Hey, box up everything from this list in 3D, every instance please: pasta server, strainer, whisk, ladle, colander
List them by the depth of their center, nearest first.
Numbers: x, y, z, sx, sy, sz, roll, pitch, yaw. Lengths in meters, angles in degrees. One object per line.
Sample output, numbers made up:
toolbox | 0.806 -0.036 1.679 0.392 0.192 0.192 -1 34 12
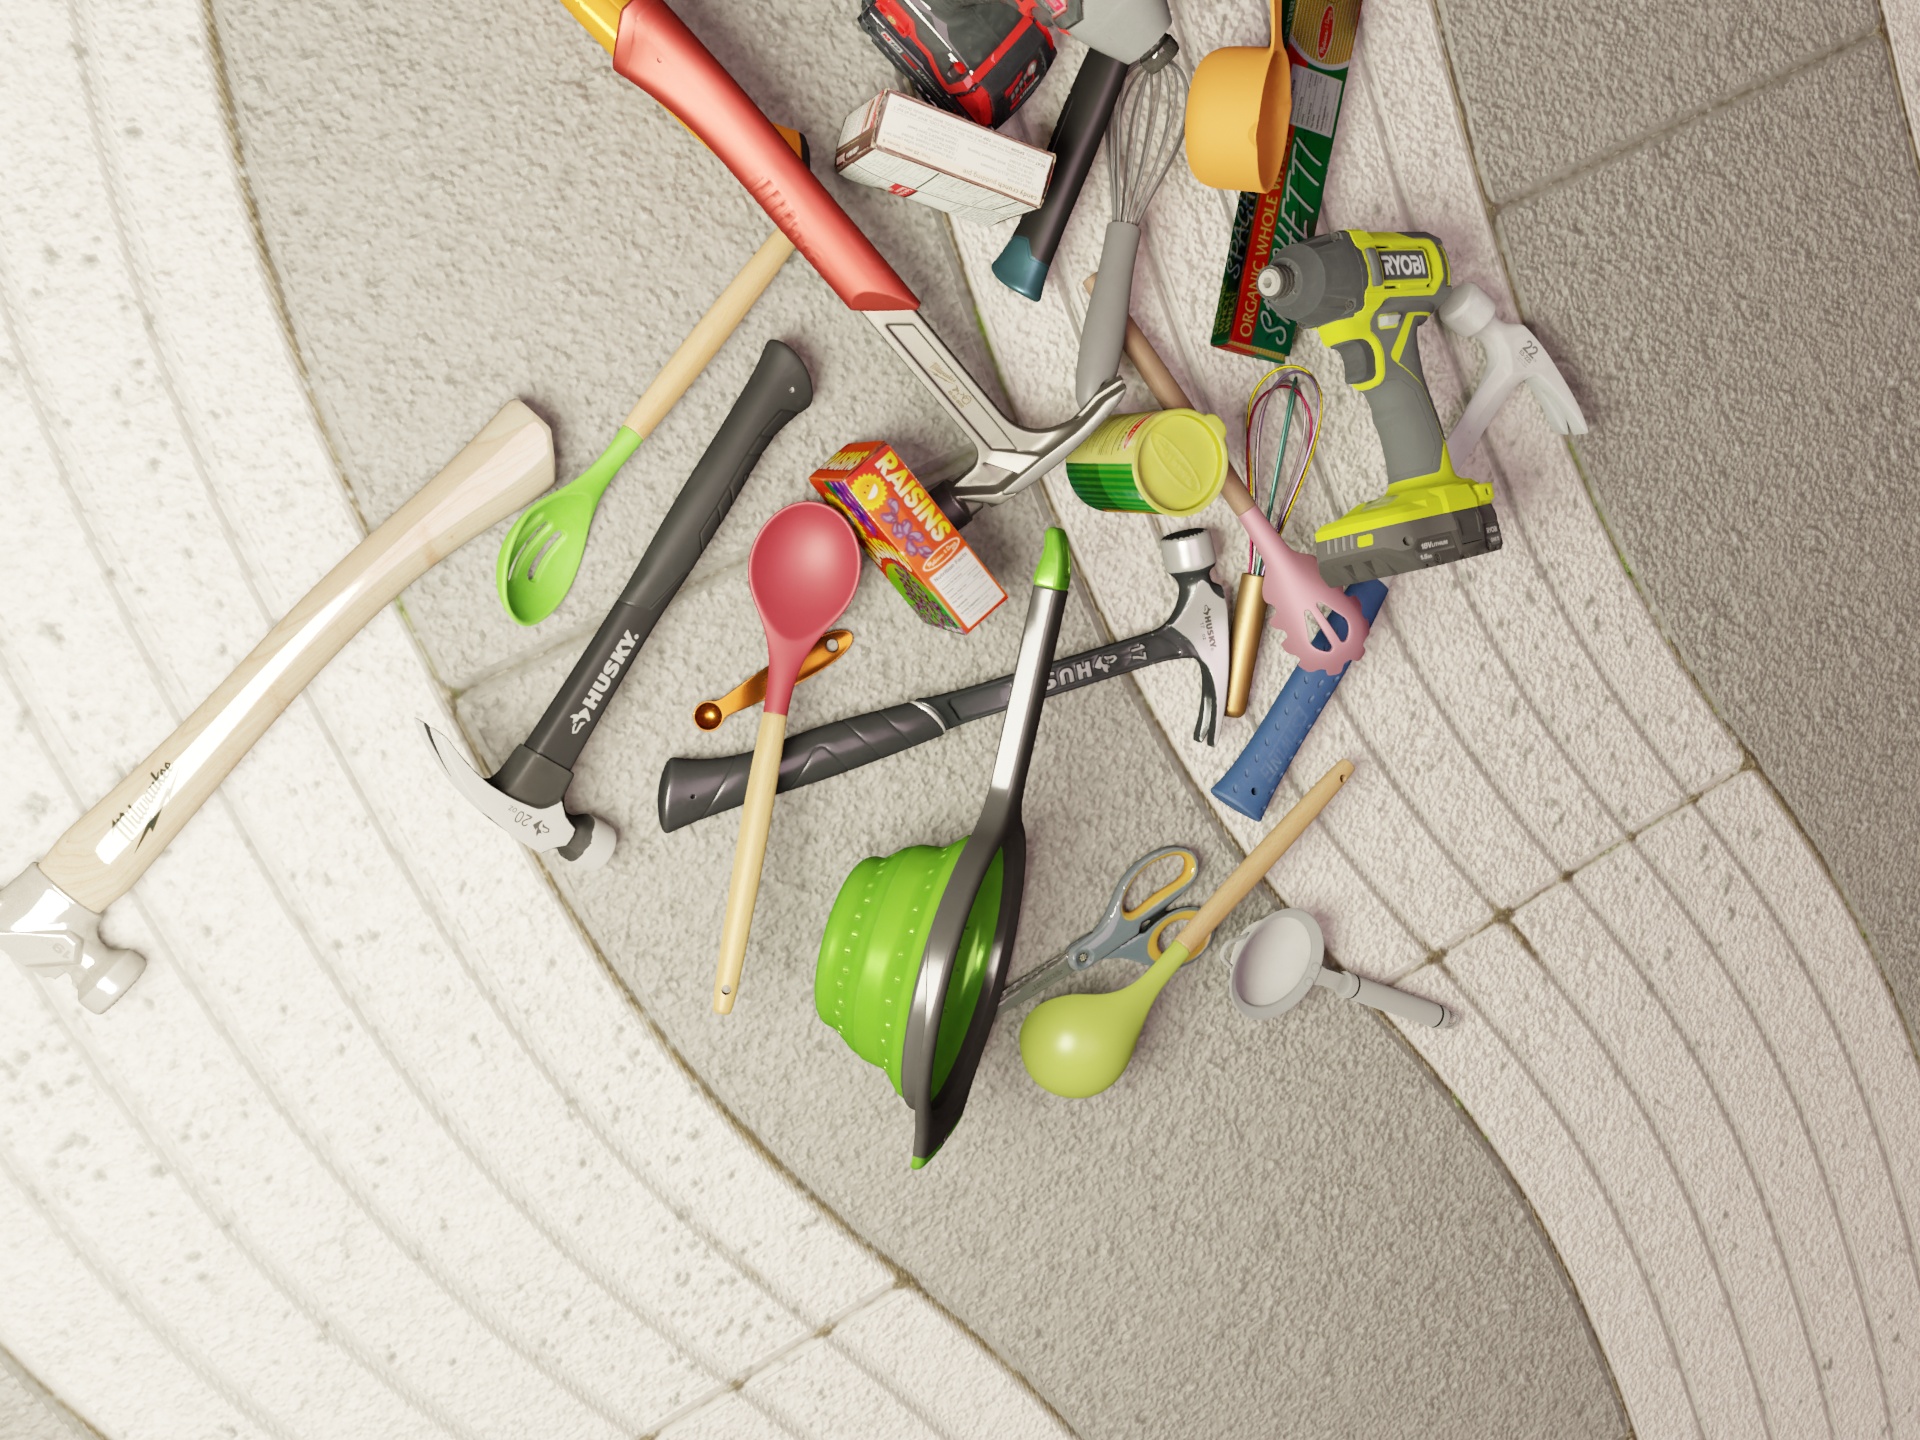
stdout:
ladle | -0.116 0.022 0.972 0.069 0.031 0.315 10 84 -5
colander | -0.014 0.069 0.988 0.094 0.204 0.397 14 97 13
whisk | 0.105 -0.313 1.020 0.055 0.055 0.239 12 89 -21
pasta server | 0.175 -0.163 1.063 0.060 0.040 0.316 -34 95 9
whisk | 0.207 -0.123 1.103 0.047 0.051 0.245 9 99 0
ladle | 0.164 0.137 1.109 0.320 0.062 0.078 -44 113 -17
strainer | 0.277 0.193 1.171 0.258 0.050 0.087 22 96 -27

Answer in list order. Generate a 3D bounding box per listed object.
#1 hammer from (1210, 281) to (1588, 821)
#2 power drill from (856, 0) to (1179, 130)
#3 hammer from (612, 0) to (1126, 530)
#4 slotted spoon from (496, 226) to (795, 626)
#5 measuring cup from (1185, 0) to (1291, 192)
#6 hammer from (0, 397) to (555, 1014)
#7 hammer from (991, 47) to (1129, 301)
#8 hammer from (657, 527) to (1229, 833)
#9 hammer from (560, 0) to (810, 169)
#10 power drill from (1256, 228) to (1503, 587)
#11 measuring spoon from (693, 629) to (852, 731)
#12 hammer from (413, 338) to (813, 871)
hammer | 0.307 -0.106 1.140 0.144 0.035 0.405 34 85 -21
power drill | 0.034 -0.406 0.897 0.143 0.220 0.078 42 83 -20
hammer | -0.061 -0.279 0.939 0.149 0.037 0.358 -36 114 15
slotted spoon | -0.179 -0.190 0.949 0.031 0.070 0.314 31 79 22
measuring cup | 0.172 -0.419 0.993 0.095 0.052 0.173 -52 144 -51
hammer | -0.391 -0.034 0.893 0.146 0.038 0.410 45 81 -19
hammer | 0.096 -0.422 0.989 0.033 0.128 0.331 15 101 -42
hammer | -0.002 -0.003 1.043 0.409 0.036 0.149 -18 104 -17
hammer | -0.224 -0.415 0.900 0.336 0.034 0.127 39 83 -21
power drill | 0.270 -0.207 1.041 0.171 0.080 0.223 -15 93 -40
measuring spoon | -0.119 -0.027 1.010 0.117 0.011 0.021 -31 106 -17
hammer | -0.187 -0.081 0.944 0.146 0.035 0.335 38 79 -46
